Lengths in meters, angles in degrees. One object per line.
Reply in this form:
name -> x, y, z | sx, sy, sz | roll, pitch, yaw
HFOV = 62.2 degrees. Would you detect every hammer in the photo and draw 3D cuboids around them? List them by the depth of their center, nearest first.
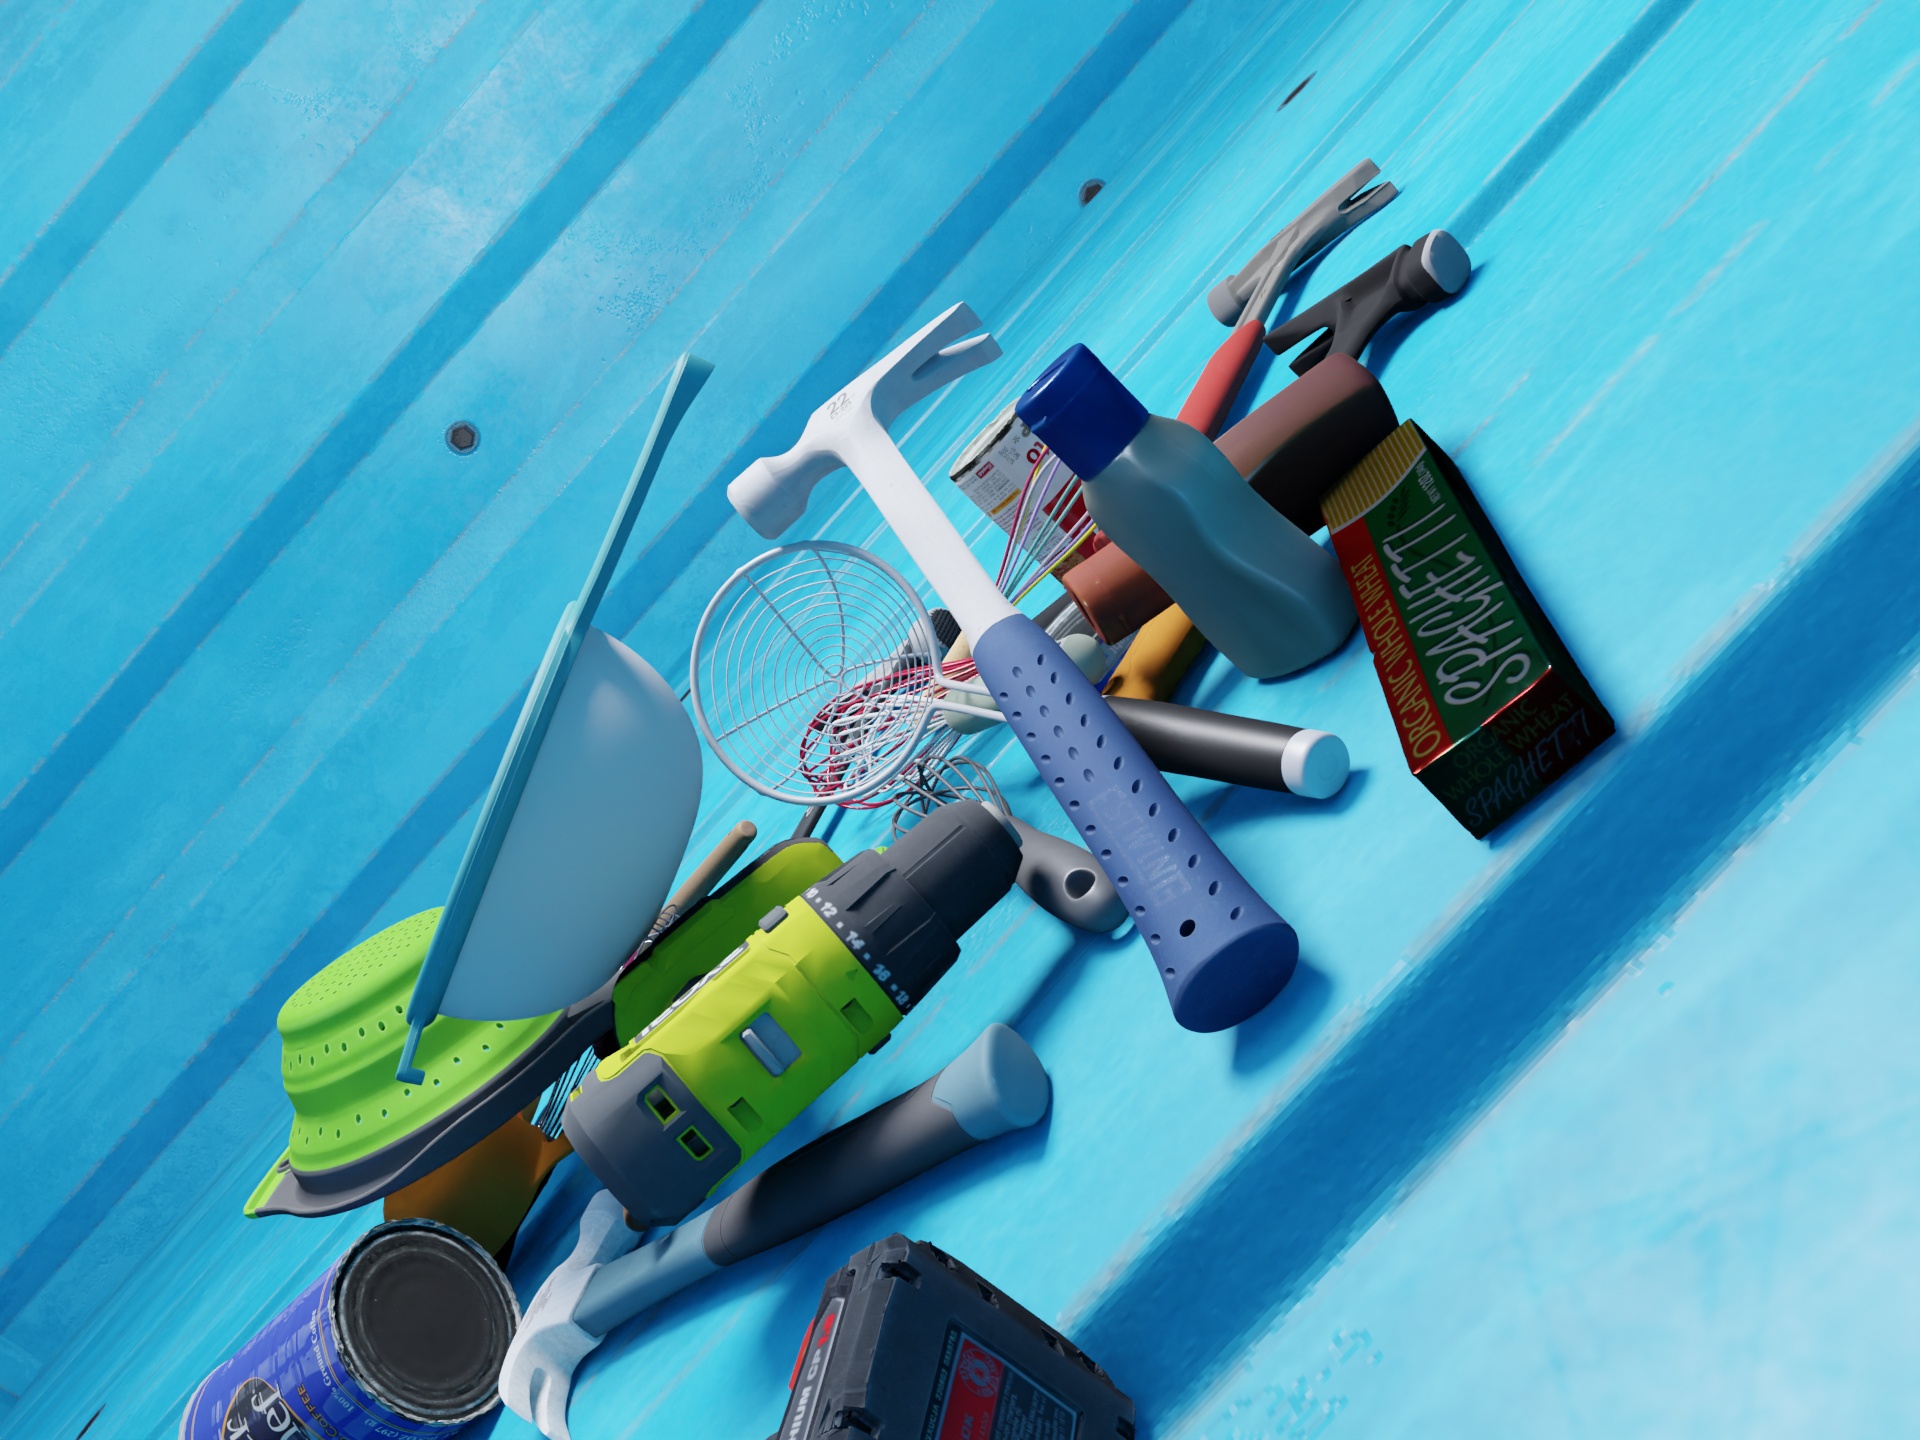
hammer -> 0.016, -0.041, 0.607 | 0.144, 0.035, 0.406 | -40, 40, 7
hammer -> -0.083, 0.195, 0.621 | 0.331, 0.033, 0.128 | -38, 17, 37
hammer -> 0.135, -0.102, 0.758 | 0.127, 0.034, 0.337 | -24, 28, 57
hammer -> 0.164, -0.210, 0.959 | 0.149, 0.036, 0.359 | -33, 20, 46
hammer -> -0.112, 0.088, 0.994 | 0.149, 0.036, 0.409 | -37, 18, 43

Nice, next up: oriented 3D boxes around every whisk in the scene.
whisk -> 0.017, 0.053, 0.677 | 0.055, 0.055, 0.239 | -50, 18, -6
whisk -> -0.001, -0.002, 0.780 | 0.246, 0.059, 0.058 | -23, 38, 59
whisk -> 0.011, -0.025, 0.881 | 0.296, 0.073, 0.073 | -32, 21, 35
whisk -> 0.028, -0.080, 0.912 | 0.245, 0.047, 0.051 | -56, 6, 39
whisk -> -0.234, 0.228, 0.948 | 0.070, 0.070, 0.285 | -32, 26, 50

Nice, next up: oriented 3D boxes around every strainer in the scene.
strainer -> -0.152, 0.003, 0.733 | 0.340, 0.095, 0.211 | -62, 14, 20

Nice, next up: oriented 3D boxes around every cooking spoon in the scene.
cooking spoon -> -0.208, 0.146, 1.098 | 0.318, 0.017, 0.069 | -45, 12, 46

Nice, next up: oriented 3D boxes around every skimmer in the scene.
skimmer -> -0.001, -0.008, 0.653 | 0.363, 0.090, 0.127 | 12, 91, 58

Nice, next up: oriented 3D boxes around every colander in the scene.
colander -> -0.229, 0.132, 0.862 | 0.397, 0.094, 0.205 | -26, 14, 8

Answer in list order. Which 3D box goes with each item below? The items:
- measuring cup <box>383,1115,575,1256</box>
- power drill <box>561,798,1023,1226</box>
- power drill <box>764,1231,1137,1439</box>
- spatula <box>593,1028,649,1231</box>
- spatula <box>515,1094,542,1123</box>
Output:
measuring cup -> -0.245, 0.227, 0.856 | 0.173, 0.052, 0.095 | -39, 30, 23
power drill -> -0.070, 0.104, 0.660 | 0.190, 0.080, 0.228 | -41, 5, -11
power drill -> -0.069, 0.241, 0.370 | 0.226, 0.080, 0.188 | -43, 14, 32
spatula -> -0.161, 0.180, 0.794 | 0.060, 0.018, 0.316 | -38, 13, -5
spatula -> -0.250, 0.164, 1.001 | 0.322, 0.041, 0.081 | -60, 8, 32
